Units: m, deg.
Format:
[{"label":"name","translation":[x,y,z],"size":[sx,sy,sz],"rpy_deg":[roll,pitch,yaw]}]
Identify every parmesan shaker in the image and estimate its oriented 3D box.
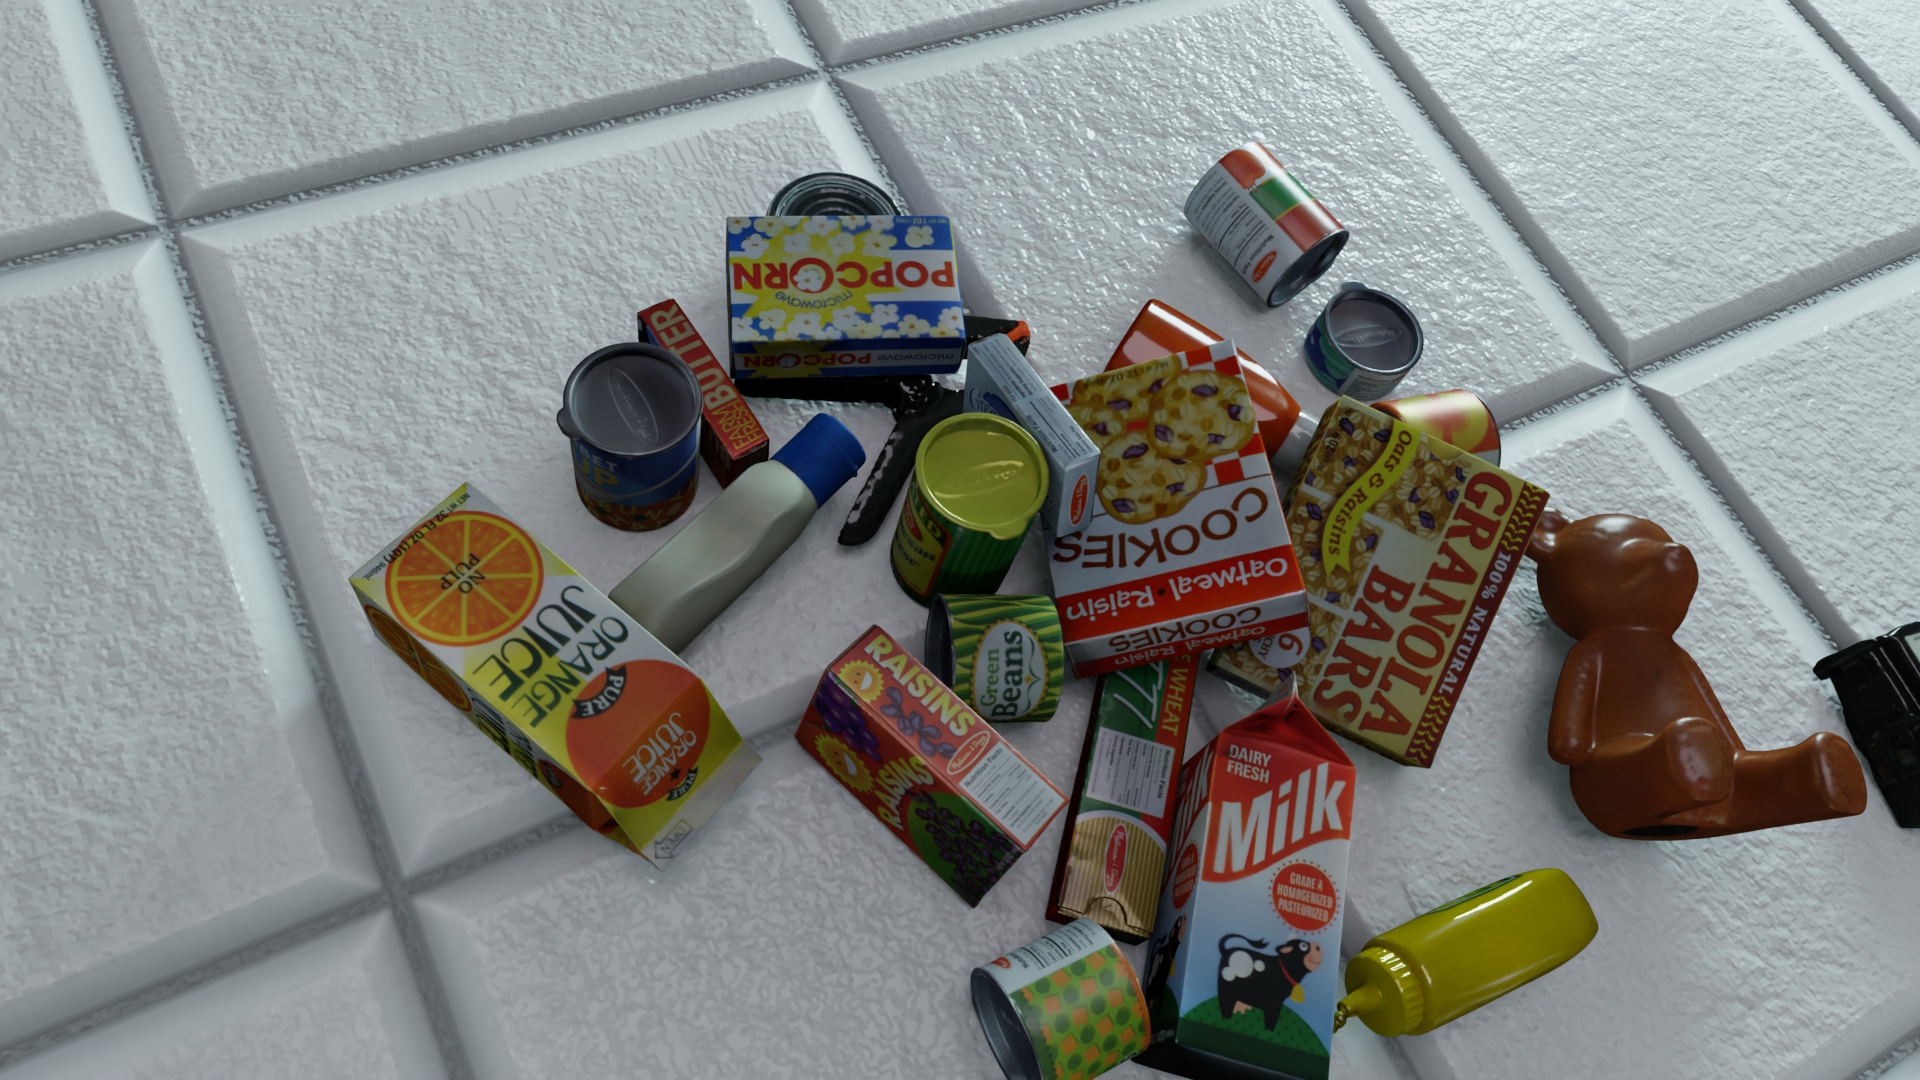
[{"label":"parmesan shaker","translation":[0.003,-0.009,0.717],"size":[0.071,0.102,0.071],"rpy_deg":[5,62,-9]}]

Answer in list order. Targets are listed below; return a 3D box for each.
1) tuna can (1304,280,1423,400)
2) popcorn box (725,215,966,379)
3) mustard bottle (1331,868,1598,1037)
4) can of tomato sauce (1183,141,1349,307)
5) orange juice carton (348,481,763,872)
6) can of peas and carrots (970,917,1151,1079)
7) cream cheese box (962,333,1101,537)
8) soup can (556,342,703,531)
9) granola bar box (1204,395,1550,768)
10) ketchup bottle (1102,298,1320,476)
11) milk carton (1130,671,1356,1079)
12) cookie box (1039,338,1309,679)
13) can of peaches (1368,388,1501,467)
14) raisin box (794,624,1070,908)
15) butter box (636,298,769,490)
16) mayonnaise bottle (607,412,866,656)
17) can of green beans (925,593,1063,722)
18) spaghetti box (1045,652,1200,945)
[{"label":"tuna can","translation":[0.251,-0.125,0.870],"size":[0.071,0.032,0.071],"rpy_deg":[5,63,-10]},{"label":"popcorn box","translation":[-0.064,-0.134,0.762],"size":[0.127,0.038,0.085],"rpy_deg":[-2,64,-9]},{"label":"mustard bottle","translation":[0.235,0.203,0.669],"size":[0.161,0.065,0.049],"rpy_deg":[-11,63,-30]},{"label":"can of tomato sauce","translation":[0.193,-0.200,0.878],"size":[0.071,0.071,0.083],"rpy_deg":[-32,73,-24]},{"label":"orange juice carton","translation":[-0.187,0.067,0.654],"size":[0.193,0.072,0.072],"rpy_deg":[39,62,8]},{"label":"can of peas and carrots","translation":[0.046,0.216,0.633],"size":[0.059,0.070,0.071],"rpy_deg":[-20,69,-21]},{"label":"cream cheese box","translation":[0.036,-0.056,0.726],"size":[0.024,0.053,0.104],"rpy_deg":[-20,53,-20]},{"label":"soup can","translation":[-0.169,-0.051,0.712],"size":[0.071,0.083,0.071],"rpy_deg":[5,62,-9]},{"label":"granola bar box","translation":[0.224,0.022,0.750],"size":[0.124,0.039,0.165],"rpy_deg":[26,83,3]},{"label":"ketchup bottle","translation":[0.160,-0.082,0.822],"size":[0.149,0.043,0.065],"rpy_deg":[31,65,5]},{"label":"milk carton","translation":[0.141,0.161,0.677],"size":[0.073,0.072,0.191],"rpy_deg":[16,61,-3]},{"label":"cookie box","translation":[0.105,-0.019,0.742],"size":[0.123,0.040,0.168],"rpy_deg":[-14,55,9]},{"label":"can of peaches","translation":[0.273,-0.055,0.821],"size":[0.058,0.071,0.071],"rpy_deg":[-10,66,-16]},{"label":"raisin box","translation":[-0.017,0.109,0.662],"size":[0.123,0.085,0.040],"rpy_deg":[42,57,10]},{"label":"butter box","translation":[-0.139,-0.076,0.749],"size":[0.024,0.053,0.103],"rpy_deg":[-29,72,-21]},{"label":"mayonnaise bottle","translation":[-0.111,-0.004,0.703],"size":[0.041,0.064,0.148],"rpy_deg":[40,71,11]},{"label":"can of green beans","translation":[0.016,0.060,0.706],"size":[0.058,0.071,0.071],"rpy_deg":[1,63,-12]},{"label":"spaghetti box","translation":[0.096,0.084,0.732],"size":[0.050,0.028,0.251],"rpy_deg":[17,61,-3]}]
